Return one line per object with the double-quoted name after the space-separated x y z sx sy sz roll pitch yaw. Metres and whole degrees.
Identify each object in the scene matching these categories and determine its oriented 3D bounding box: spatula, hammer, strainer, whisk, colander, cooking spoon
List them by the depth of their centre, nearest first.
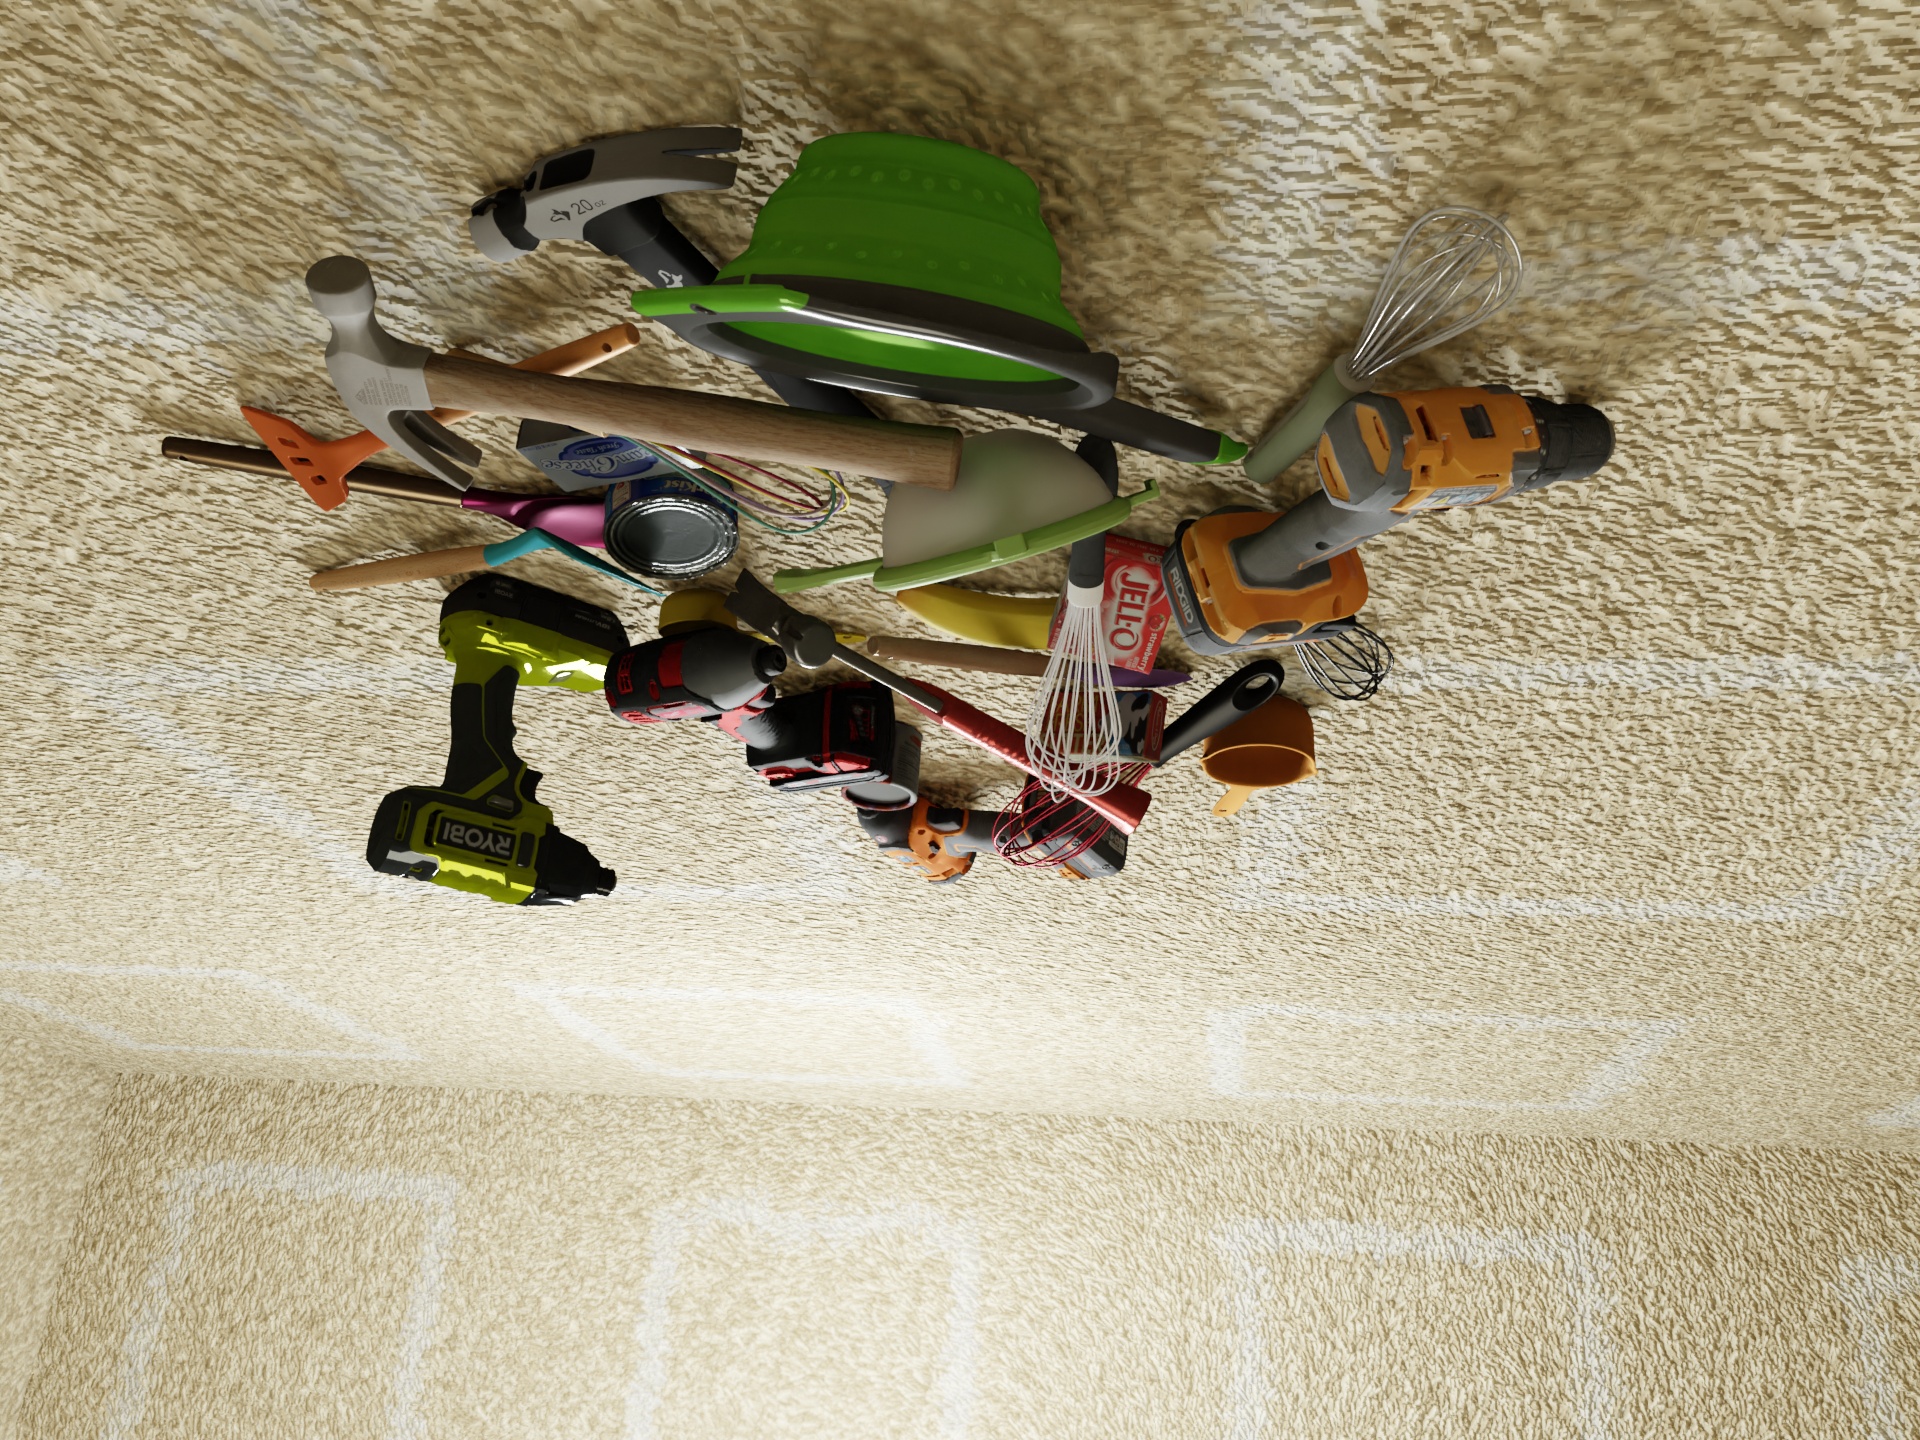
0.030 -0.201 0.783 0.205 0.094 0.396 12 -175 42 "colander"
-0.164 -0.158 0.827 0.331 0.031 0.130 10 145 3 "hammer"
0.210 -0.187 0.832 0.059 0.058 0.246 40 154 -1 "whisk"
-0.094 -0.196 0.868 0.146 0.035 0.334 -10 152 30 "hammer"
-0.178 -0.160 0.901 0.245 0.051 0.047 19 -173 3 "whisk"
-0.300 -0.177 0.904 0.322 0.041 0.081 -11 126 31 "spatula"
-0.024 -0.121 0.921 0.256 0.069 0.151 -6 -165 41 "strainer"
0.079 -0.058 1.019 0.070 0.070 0.284 3 130 2 "whisk"
-0.349 -0.150 1.033 0.318 0.017 0.068 8 158 -10 "cooking spoon"
0.220 -0.074 1.078 0.055 0.055 0.238 -18 143 41 "whisk"
-0.341 -0.100 1.086 0.317 0.044 0.082 -4 166 31 "spatula"
0.057 -0.039 1.119 0.315 0.018 0.060 5 168 -44 "spatula"
-0.002 -0.004 1.142 0.358 0.037 0.149 28 -176 -31 "hammer"
0.135 0.037 1.253 0.073 0.073 0.296 25 130 -39 "whisk"

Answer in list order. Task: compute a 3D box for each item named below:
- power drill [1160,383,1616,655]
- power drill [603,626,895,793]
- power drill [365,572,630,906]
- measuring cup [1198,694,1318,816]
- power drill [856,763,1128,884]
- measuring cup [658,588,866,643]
0.242 -0.118 0.909 0.185 0.084 0.226 -8 164 -29 "power drill"
-0.146 -0.012 1.200 0.143 0.079 0.219 -10 160 29 "power drill"
-0.319 0.021 1.156 0.171 0.223 0.080 18 153 -28 "power drill"
0.232 0.030 1.295 0.095 0.052 0.173 6 158 -3 "measuring cup"
0.020 0.091 1.435 0.226 0.084 0.164 -7 152 32 "power drill"
-0.144 -0.074 1.169 0.156 0.029 0.062 2 164 -22 "measuring cup"
